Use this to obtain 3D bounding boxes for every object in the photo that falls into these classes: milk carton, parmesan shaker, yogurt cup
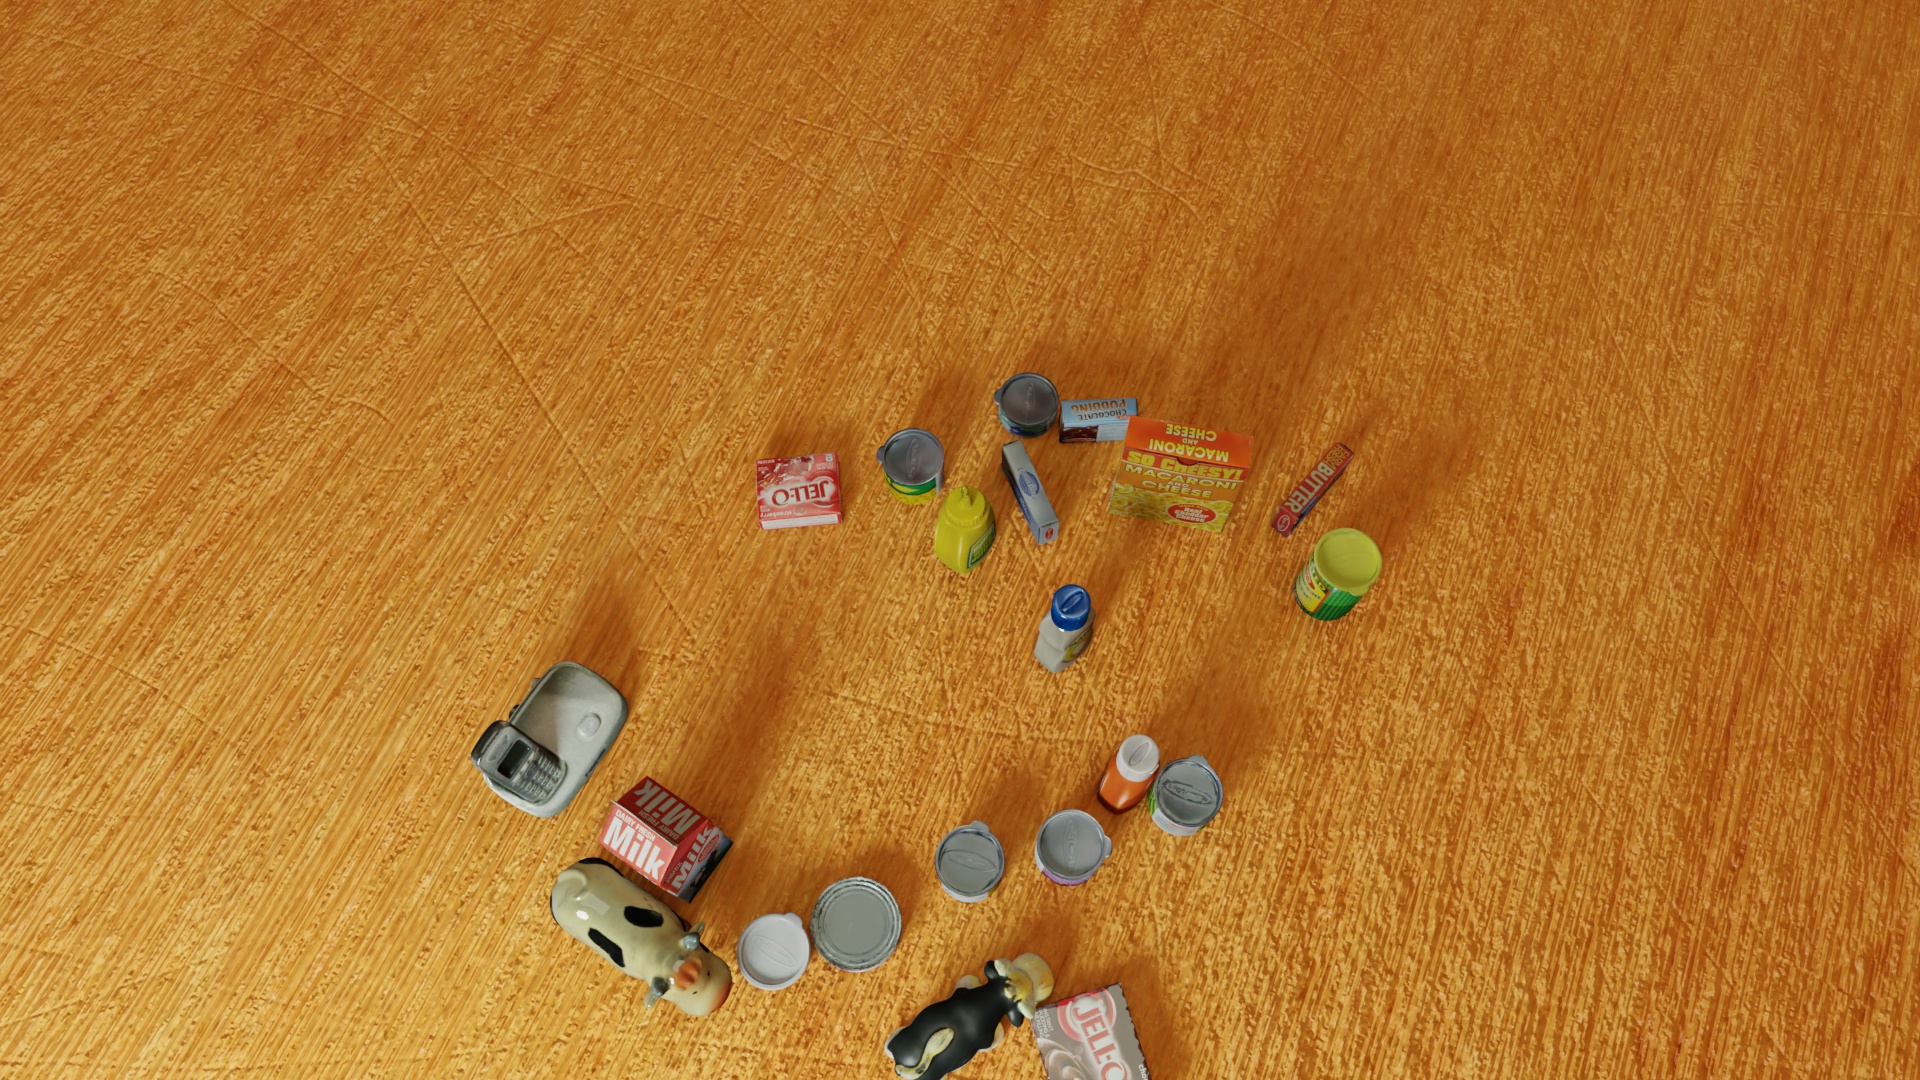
[{"bbox_3d":[-0.270,0.273,1.271,0.072,0.190,0.073,32,73,12],"label":"milk carton"},{"bbox_3d":[0.380,0.039,1.404,0.071,0.102,0.071,0,69,1],"label":"parmesan shaker"},{"bbox_3d":[-0.172,0.386,1.299,0.072,0.053,0.072,0,69,1],"label":"yogurt cup"}]

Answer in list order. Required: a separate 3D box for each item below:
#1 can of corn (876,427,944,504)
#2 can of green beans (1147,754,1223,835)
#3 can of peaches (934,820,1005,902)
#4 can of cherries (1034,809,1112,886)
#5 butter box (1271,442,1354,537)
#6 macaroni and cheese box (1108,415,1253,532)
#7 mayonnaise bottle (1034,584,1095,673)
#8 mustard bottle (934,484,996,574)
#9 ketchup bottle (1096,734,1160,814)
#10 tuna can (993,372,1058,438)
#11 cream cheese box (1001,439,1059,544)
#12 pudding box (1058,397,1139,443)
[{"bbox_3d":[-0.052,-0.078,1.479,0.071,0.058,0.071,0,69,1],"label":"can of corn"},{"bbox_3d":[0.217,0.249,1.347,0.071,0.057,0.071,0,69,1],"label":"can of green beans"},{"bbox_3d":[0.010,0.307,1.326,0.071,0.058,0.071,0,69,1],"label":"can of peaches"},{"bbox_3d":[0.107,0.296,1.329,0.071,0.058,0.072,0,69,1],"label":"can of cherries"},{"bbox_3d":[0.372,-0.054,1.468,0.024,0.053,0.104,40,74,14],"label":"butter box"},{"bbox_3d":[0.221,-0.064,1.413,0.124,0.166,0.040,10,69,4],"label":"macaroni and cheese box"},{"bbox_3d":[0.105,0.084,1.365,0.065,0.147,0.041,-42,74,-14],"label":"mayonnaise bottle"},{"bbox_3d":[0.005,-0.018,1.399,0.049,0.159,0.065,36,74,13],"label":"mustard bottle"},{"bbox_3d":[0.162,0.217,1.311,0.043,0.148,0.065,39,74,14],"label":"ketchup bottle"},{"bbox_3d":[0.071,-0.148,1.519,0.071,0.032,0.071,0,69,1],"label":"tuna can"},{"bbox_3d":[0.073,-0.051,1.469,0.024,0.053,0.104,-21,70,-7],"label":"cream cheese box"},{"bbox_3d":[0.148,-0.130,1.502,0.084,0.049,0.030,-3,69,-1],"label":"pudding box"}]
